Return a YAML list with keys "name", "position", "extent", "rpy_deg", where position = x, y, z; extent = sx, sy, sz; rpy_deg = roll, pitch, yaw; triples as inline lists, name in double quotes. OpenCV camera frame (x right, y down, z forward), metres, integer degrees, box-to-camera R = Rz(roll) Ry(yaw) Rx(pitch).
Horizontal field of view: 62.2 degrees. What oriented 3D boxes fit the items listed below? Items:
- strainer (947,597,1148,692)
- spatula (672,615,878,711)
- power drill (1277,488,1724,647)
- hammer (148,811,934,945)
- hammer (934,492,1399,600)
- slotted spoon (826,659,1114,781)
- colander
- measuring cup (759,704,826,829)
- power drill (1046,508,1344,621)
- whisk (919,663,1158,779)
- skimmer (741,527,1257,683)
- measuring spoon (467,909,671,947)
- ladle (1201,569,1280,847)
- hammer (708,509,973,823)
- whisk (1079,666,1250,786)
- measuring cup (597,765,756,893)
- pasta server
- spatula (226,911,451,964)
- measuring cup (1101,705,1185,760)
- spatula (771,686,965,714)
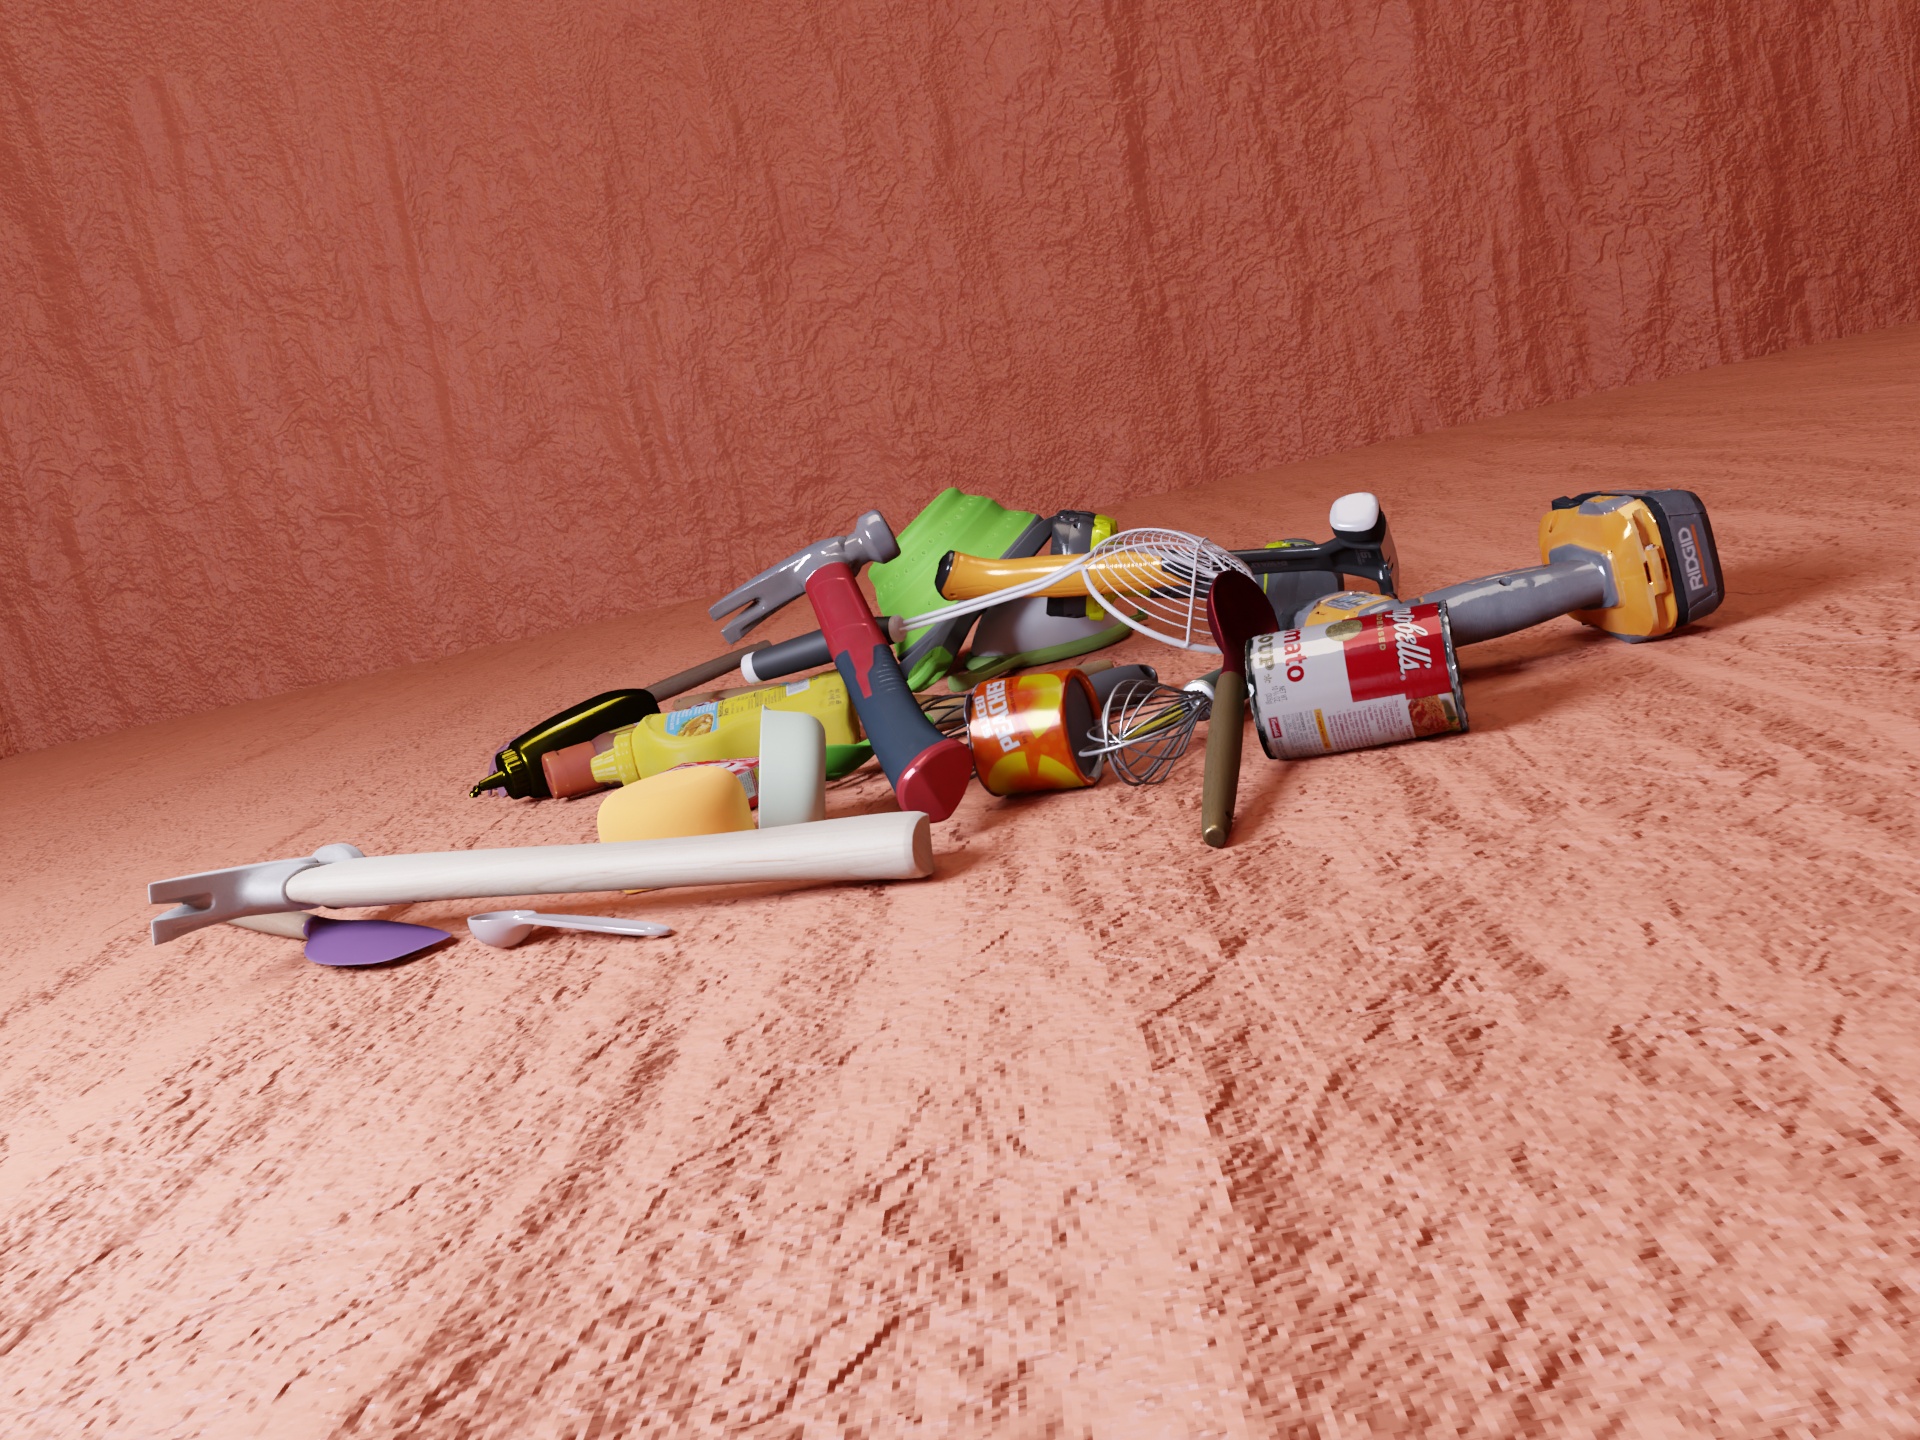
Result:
- name: "strainer"
  position: [0.047, -0.081, 1.346]
  extent: [0.151, 0.069, 0.256]
  rpy_deg: [-8, 10, 28]
- name: "spatula"
  position: [-0.178, -0.033, 1.428]
  extent: [0.317, 0.044, 0.082]
  rpy_deg: [-7, 42, 49]
- name: "power drill"
  position: [0.307, -0.071, 0.956]
  extent: [0.226, 0.084, 0.185]
  rpy_deg: [-18, 9, -3]
- name: "hammer"
  position: [-0.213, 0.079, 0.818]
  extent: [0.410, 0.038, 0.146]
  rpy_deg: [-6, 1, 19]
- name: "hammer"
  position: [0.140, -0.105, 1.137]
  extent: [0.337, 0.034, 0.127]
  rpy_deg: [0, -29, 25]
- name: "slotted spoon"
  position: [-0.002, -0.004, 1.096]
  extent: [0.313, 0.031, 0.070]
  rpy_deg: [-18, 5, -40]
- name: "colander"
  position: [-0.025, -0.113, 1.321]
  extent: [0.204, 0.094, 0.397]
  rpy_deg: [-44, 7, 18]
- name: "measuring cup"
  position: [-0.097, 0.038, 0.939]
  extent: [0.038, 0.083, 0.167]
  rpy_deg: [1, -7, -3]
- name: "power drill"
  position: [0.185, -0.120, 1.271]
  extent: [0.223, 0.080, 0.171]
  rpy_deg: [5, 14, 6]
- name: "whisk"
  position: [0.048, -0.006, 1.013]
  extent: [0.055, 0.055, 0.239]
  rpy_deg: [-3, 10, 46]
- name: "skimmer"
  position: [0.022, -0.052, 1.075]
  extent: [0.363, 0.090, 0.127]
  rpy_deg: [-14, 23, 22]
- name: "measuring spoon"
  position: [-0.196, 0.108, 0.801]
  extent: [0.124, 0.018, 0.034]
  rpy_deg: [0, 3, 27]
- name: "ladle"
  position: [0.145, -0.009, 0.848]
  extent: [0.031, 0.069, 0.315]
  rpy_deg: [-32, 13, 23]
- name: "hammer"
  position: [-0.073, -0.030, 0.981]
  extent: [0.143, 0.038, 0.387]
  rpy_deg: [-30, 27, 1]
- name: "whisk"
  position: [0.135, -0.009, 0.923]
  extent: [0.059, 0.058, 0.246]
  rpy_deg: [-17, 2, 31]
- name: "measuring cup"
  position: [-0.197, 0.061, 0.931]
  extent: [0.174, 0.052, 0.095]
  rpy_deg: [-4, 14, 34]
- name: "pasta server"
  position: [-0.283, -0.010, 1.402]
  extent: [0.060, 0.040, 0.316]
  rpy_deg: [-3, 18, 44]
- name: "spatula"
  position: [-0.398, 0.123, 0.950]
  extent: [0.059, 0.018, 0.316]
  rpy_deg: [-20, 13, -42]
- name: "measuring cup"
  position: [0.102, -0.005, 0.972]
  extent: [0.156, 0.029, 0.062]
  rpy_deg: [-21, 13, -31]
- name: "spatula"
  position: [-0.097, -0.005, 1.256]
  extent: [0.323, 0.041, 0.081]
  rpy_deg: [2, 16, 42]
